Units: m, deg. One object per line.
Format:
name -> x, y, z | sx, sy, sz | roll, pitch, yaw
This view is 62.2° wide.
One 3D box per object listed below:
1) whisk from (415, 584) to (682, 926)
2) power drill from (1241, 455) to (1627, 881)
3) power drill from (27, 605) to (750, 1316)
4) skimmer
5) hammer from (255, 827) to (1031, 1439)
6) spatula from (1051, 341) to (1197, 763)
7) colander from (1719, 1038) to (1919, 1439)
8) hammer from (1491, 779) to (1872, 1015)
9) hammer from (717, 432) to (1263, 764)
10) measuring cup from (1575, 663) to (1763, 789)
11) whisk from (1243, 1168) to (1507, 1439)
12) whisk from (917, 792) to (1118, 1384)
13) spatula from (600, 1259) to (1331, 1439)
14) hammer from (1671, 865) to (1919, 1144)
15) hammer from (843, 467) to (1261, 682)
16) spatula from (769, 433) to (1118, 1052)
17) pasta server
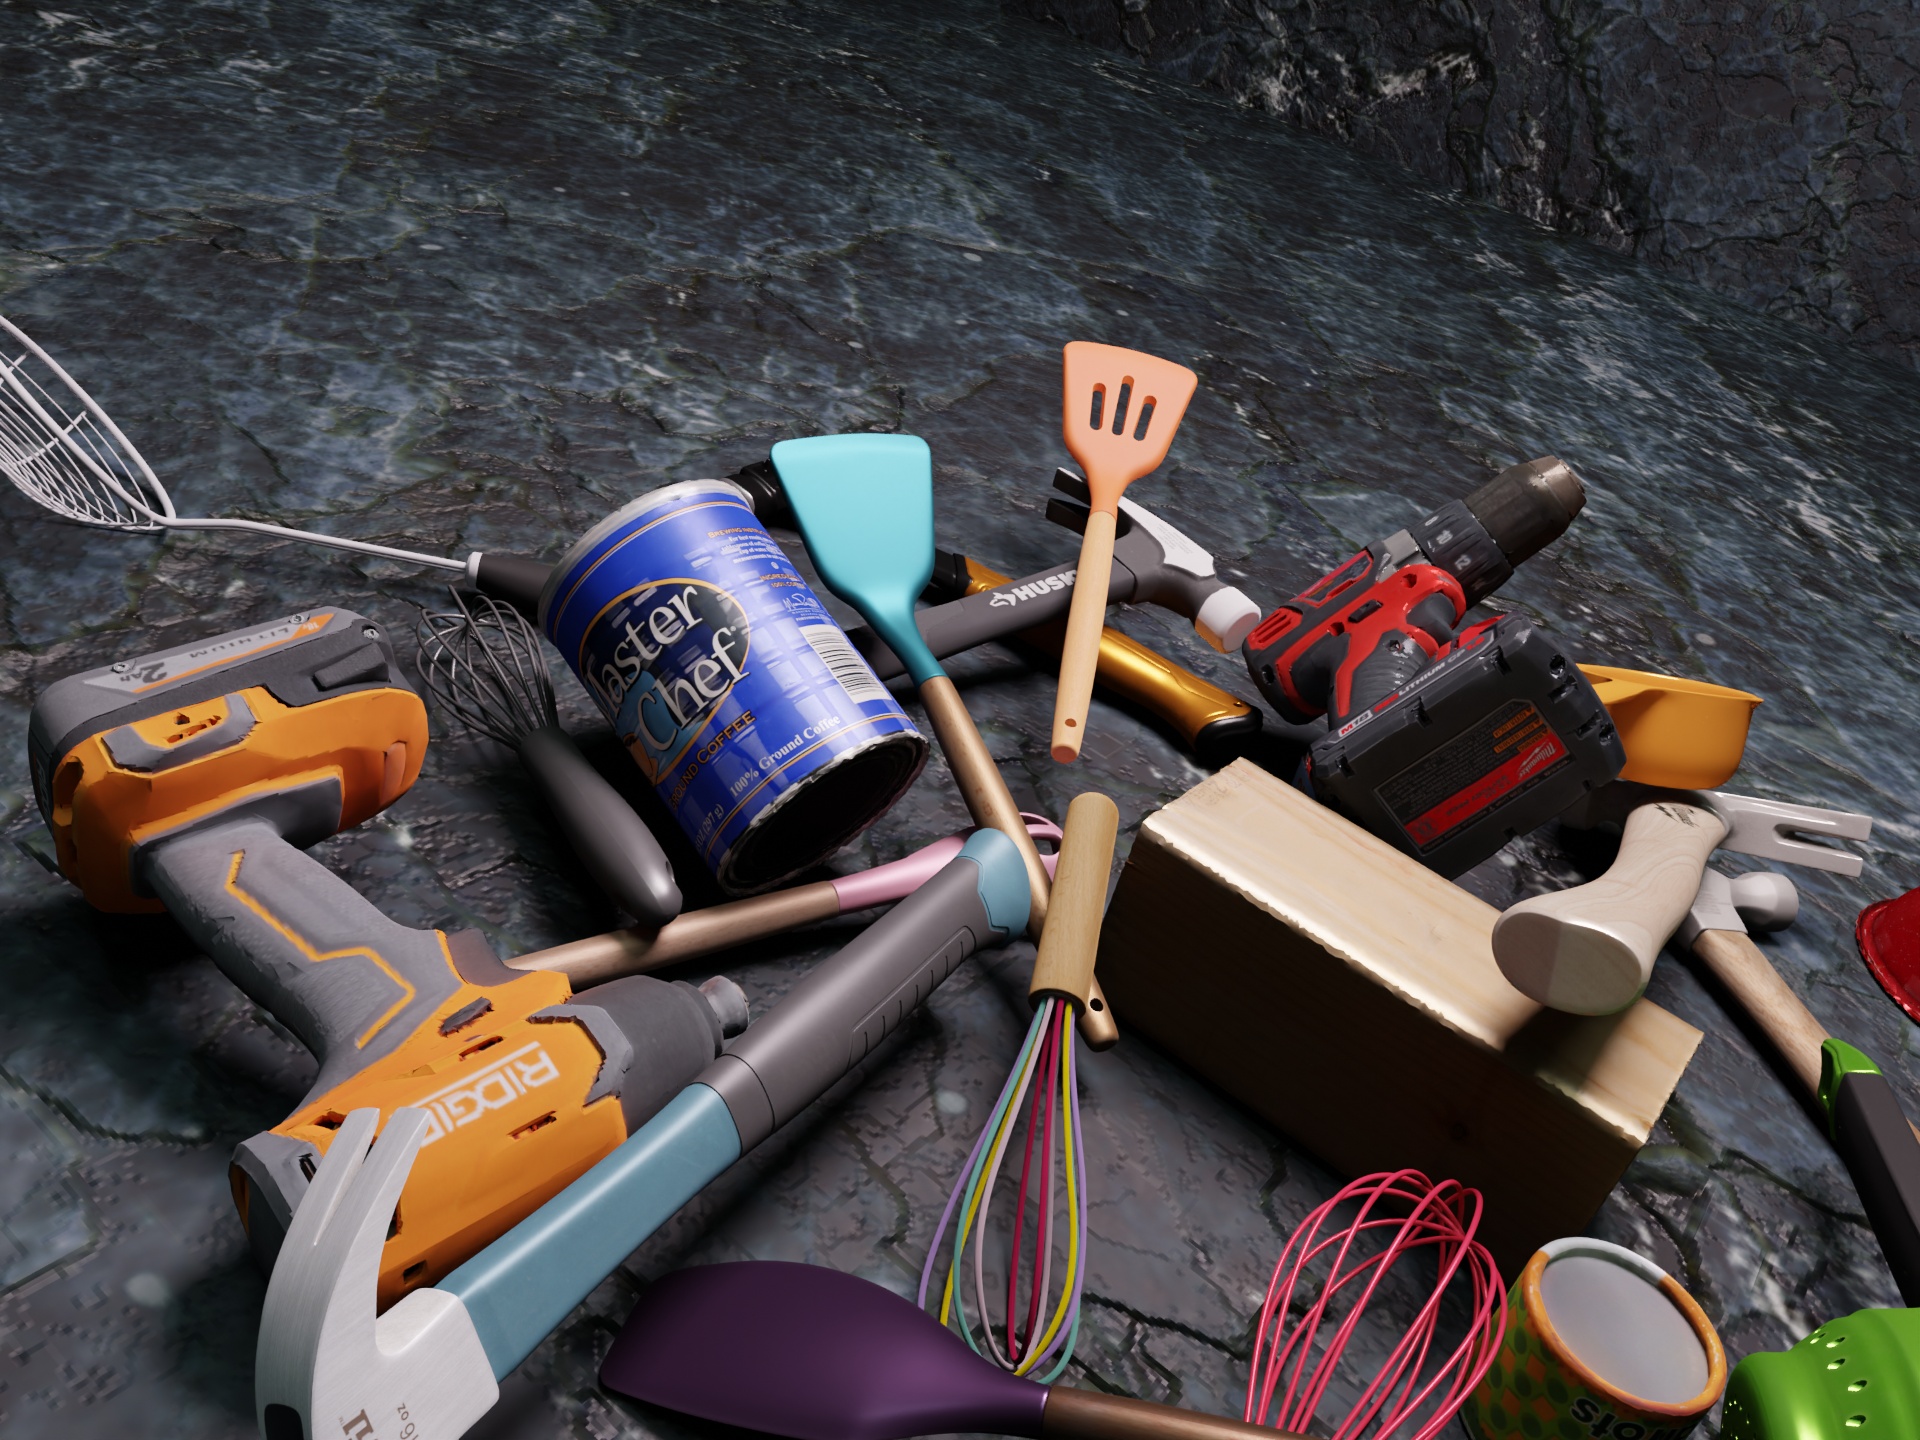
whisk -> -0.172, 0.010, 0.659 | 0.055, 0.055, 0.239 | -9, 36, -35
power drill -> 0.230, -0.036, 0.746 | 0.080, 0.188, 0.227 | 49, 17, -17
power drill -> -0.185, 0.067, 0.523 | 0.164, 0.084, 0.227 | -23, 59, -38
skimmer -> -0.292, -0.114, 0.772 | 0.363, 0.090, 0.127 | 12, 1, -12
hammer -> -0.067, 0.118, 0.491 | 0.033, 0.128, 0.331 | -10, 15, 36
spatula -> 0.073, -0.097, 0.827 | 0.081, 0.041, 0.323 | 14, 42, -1
colander -> 0.280, 0.205, 0.495 | 0.094, 0.204, 0.397 | -1, 17, 16
hammer -> 0.305, 0.066, 0.674 | 0.146, 0.038, 0.410 | 12, 10, 28
hammer -> 0.023, -0.072, 0.903 | 0.337, 0.034, 0.127 | 31, 36, 22
measuring cup -> 0.328, 0.007, 0.782 | 0.095, 0.052, 0.173 | 16, 14, 38
whisk -> 0.087, 0.226, 0.451 | 0.073, 0.073, 0.296 | 31, 40, 22
whisk -> 0.034, 0.118, 0.561 | 0.051, 0.047, 0.245 | 23, 46, -7
spatula -> 0.050, 0.194, 0.438 | 0.316, 0.018, 0.060 | 6, 30, 18
hammer -> 0.393, 0.175, 0.692 | 0.130, 0.031, 0.332 | 6, 34, -17
hammer -> -0.012, -0.049, 0.808 | 0.334, 0.035, 0.146 | -20, 51, -32
spatula -> -0.001, -0.002, 0.682 | 0.082, 0.044, 0.318 | -7, 52, -26
pasta server -> -0.076, 0.083, 0.629 | 0.316, 0.040, 0.060 | -12, 41, -31
